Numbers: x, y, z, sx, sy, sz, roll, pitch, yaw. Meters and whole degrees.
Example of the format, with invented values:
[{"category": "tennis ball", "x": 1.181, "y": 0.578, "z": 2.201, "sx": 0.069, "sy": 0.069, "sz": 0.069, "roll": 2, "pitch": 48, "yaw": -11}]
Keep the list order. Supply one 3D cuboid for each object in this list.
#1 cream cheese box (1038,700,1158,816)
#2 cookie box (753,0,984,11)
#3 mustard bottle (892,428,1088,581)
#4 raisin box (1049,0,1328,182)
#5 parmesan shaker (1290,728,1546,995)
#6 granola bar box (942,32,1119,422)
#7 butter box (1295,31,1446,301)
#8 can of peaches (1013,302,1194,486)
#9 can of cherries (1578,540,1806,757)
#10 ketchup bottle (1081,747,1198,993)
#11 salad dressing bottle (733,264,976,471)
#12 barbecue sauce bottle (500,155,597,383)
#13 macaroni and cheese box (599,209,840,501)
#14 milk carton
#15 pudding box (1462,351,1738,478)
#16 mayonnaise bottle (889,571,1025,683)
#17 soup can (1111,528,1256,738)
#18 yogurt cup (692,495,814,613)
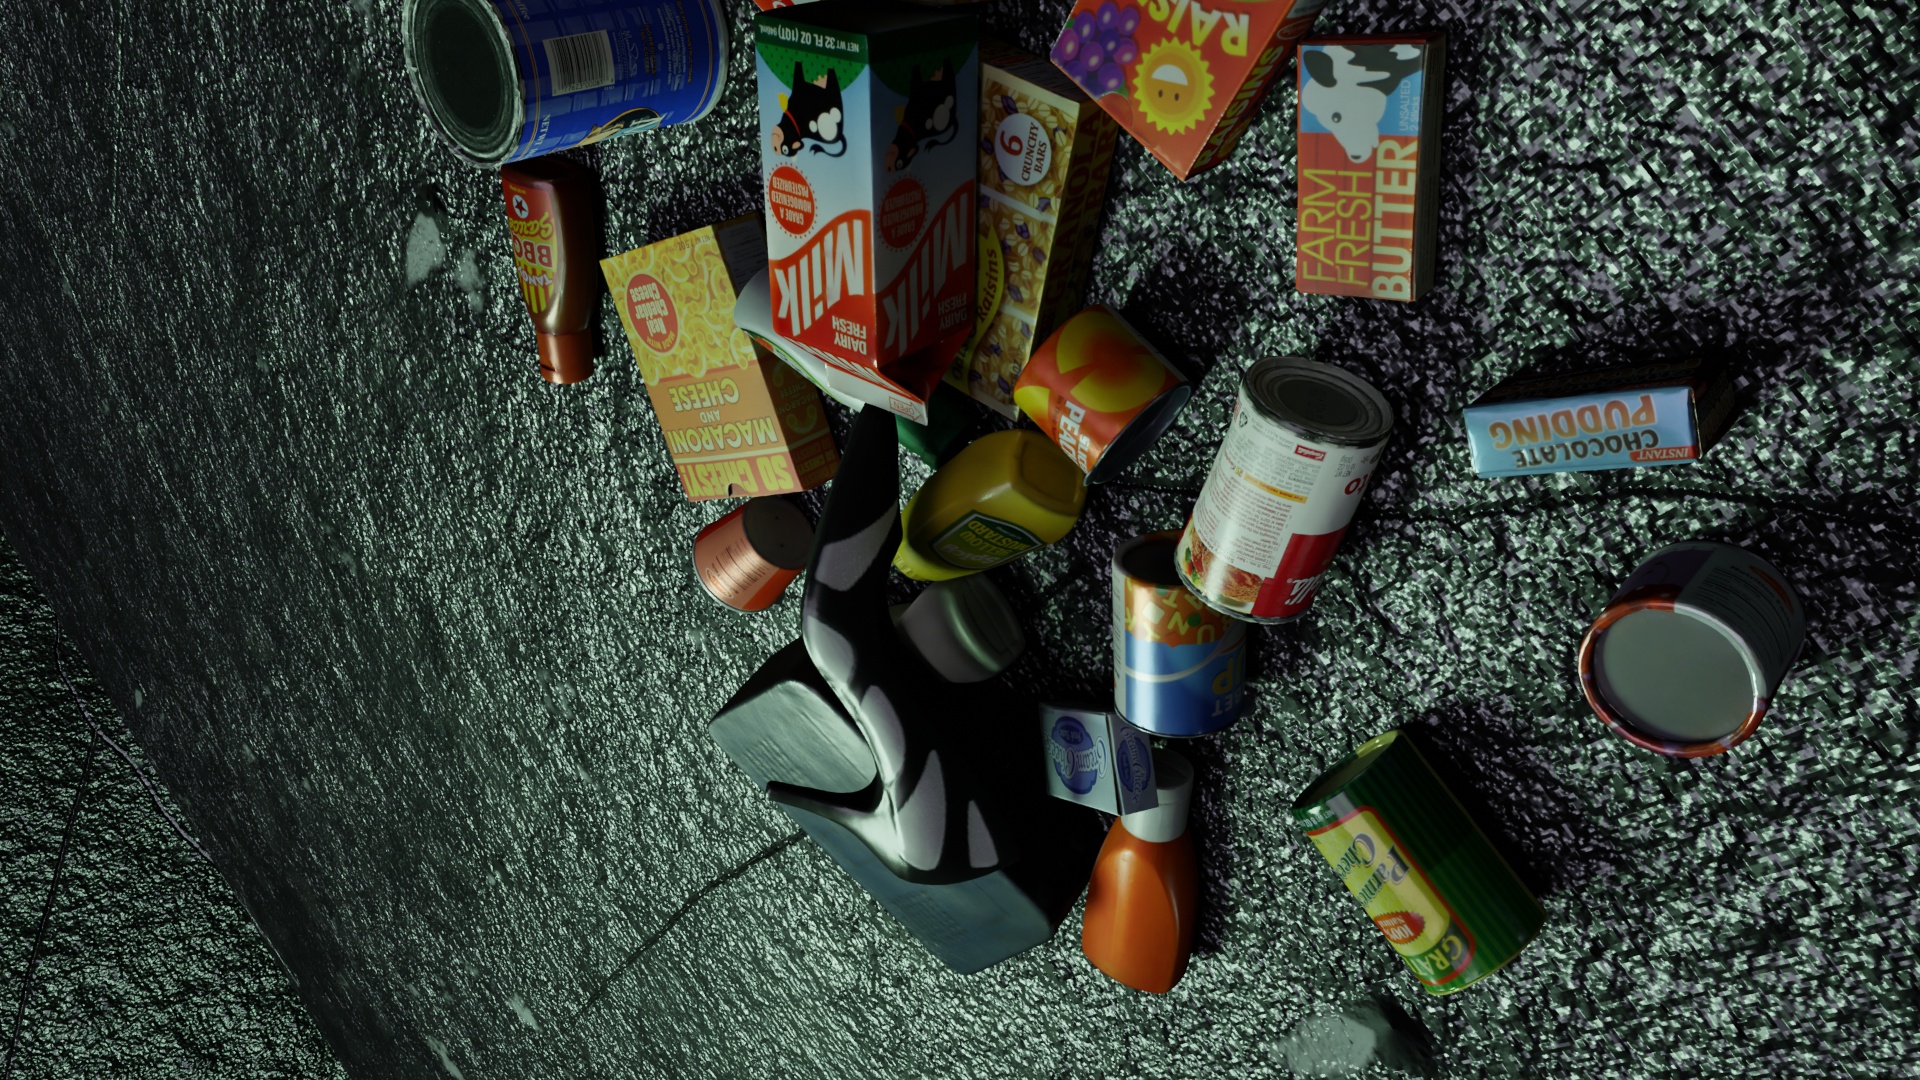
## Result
[{"category": "cream cheese box", "x": 0.072, "y": 0.115, "z": 0.752, "sx": 0.103, "sy": 0.024, "sz": 0.053, "roll": 168, "pitch": 96, "yaw": -72}, {"category": "cookie box", "x": -0.059, "y": -0.295, "z": 0.625, "sx": 0.167, "sy": 0.040, "sz": 0.122, "roll": 12, "pitch": 162, "yaw": 39}, {"category": "mustard bottle", "x": 0.003, "y": -0.010, "z": 0.759, "sx": 0.065, "sy": 0.049, "sz": 0.159, "roll": 24, "pitch": 149, "yaw": -24}, {"category": "raisin box", "x": 0.100, "y": -0.223, "z": 0.565, "sx": 0.086, "sy": 0.040, "sz": 0.122, "roll": 46, "pitch": 137, "yaw": 13}, {"category": "parmesan shaker", "x": 0.210, "y": 0.149, "z": 0.650, "sx": 0.103, "sy": 0.071, "sz": 0.071, "roll": 52, "pitch": 137, "yaw": 8}, {"category": "granola bar box", "x": 0.007, "y": -0.160, "z": 0.688, "sx": 0.124, "sy": 0.039, "sz": 0.164, "roll": 32, "pitch": 131, "yaw": 27}, {"category": "butter box", "x": 0.163, "y": -0.149, "z": 0.557, "sx": 0.053, "sy": 0.024, "sz": 0.103, "roll": 15, "pitch": 122, "yaw": 37}, {"category": "can of peaches", "x": 0.066, "y": -0.069, "z": 0.660, "sx": 0.058, "sy": 0.071, "sz": 0.071, "roll": 47, "pitch": 136, "yaw": 14}, {"category": "can of cherries", "x": 0.277, "y": 0.043, "z": 0.531, "sx": 0.071, "sy": 0.059, "sz": 0.071, "roll": 21, "pitch": 125, "yaw": 34}, {"category": "ketchup bottle", "x": 0.105, "y": 0.186, "z": 0.785, "sx": 0.065, "sy": 0.044, "sz": 0.148, "roll": 20, "pitch": 125, "yaw": 28}, {"category": "salad dressing bottle", "x": -0.058, "y": -0.096, "z": 0.774, "sx": 0.148, "sy": 0.064, "sz": 0.044, "roll": 38, "pitch": 96, "yaw": 12}, {"category": "barbecue sauce bottle", "x": -0.272, "y": -0.180, "z": 0.938, "sx": 0.065, "sy": 0.044, "sz": 0.147, "roll": 24, "pitch": 128, "yaw": 31}, {"category": "macaroni and cheese box", "x": -0.150, "y": -0.109, "z": 0.864, "sx": 0.123, "sy": 0.040, "sz": 0.166, "roll": -3, "pitch": 110, "yaw": 45}, {"category": "milk carton", "x": -0.042, "y": -0.149, "z": 0.654, "sx": 0.072, "sy": 0.074, "sz": 0.189, "roll": 24, "pitch": 128, "yaw": 34}, {"category": "pudding box", "x": 0.240, "y": -0.046, "z": 0.524, "sx": 0.083, "sy": 0.050, "sz": 0.030, "roll": -3, "pitch": 109, "yaw": 44}, {"category": "mayonnaise bottle", "x": -0.027, "y": 0.064, "z": 0.845, "sx": 0.147, "sy": 0.041, "sz": 0.064, "roll": -25, "pitch": 99, "yaw": 49}, {"category": "soup can", "x": 0.111, "y": 0.045, "z": 0.686, "sx": 0.071, "sy": 0.072, "sz": 0.083, "roll": 17, "pitch": 123, "yaw": 36}, {"category": "yogurt cup", "x": -0.130, "y": 0.006, "z": 0.894, "sx": 0.053, "sy": 0.073, "sz": 0.072, "roll": -36, "pitch": 86, "yaw": 39}]
